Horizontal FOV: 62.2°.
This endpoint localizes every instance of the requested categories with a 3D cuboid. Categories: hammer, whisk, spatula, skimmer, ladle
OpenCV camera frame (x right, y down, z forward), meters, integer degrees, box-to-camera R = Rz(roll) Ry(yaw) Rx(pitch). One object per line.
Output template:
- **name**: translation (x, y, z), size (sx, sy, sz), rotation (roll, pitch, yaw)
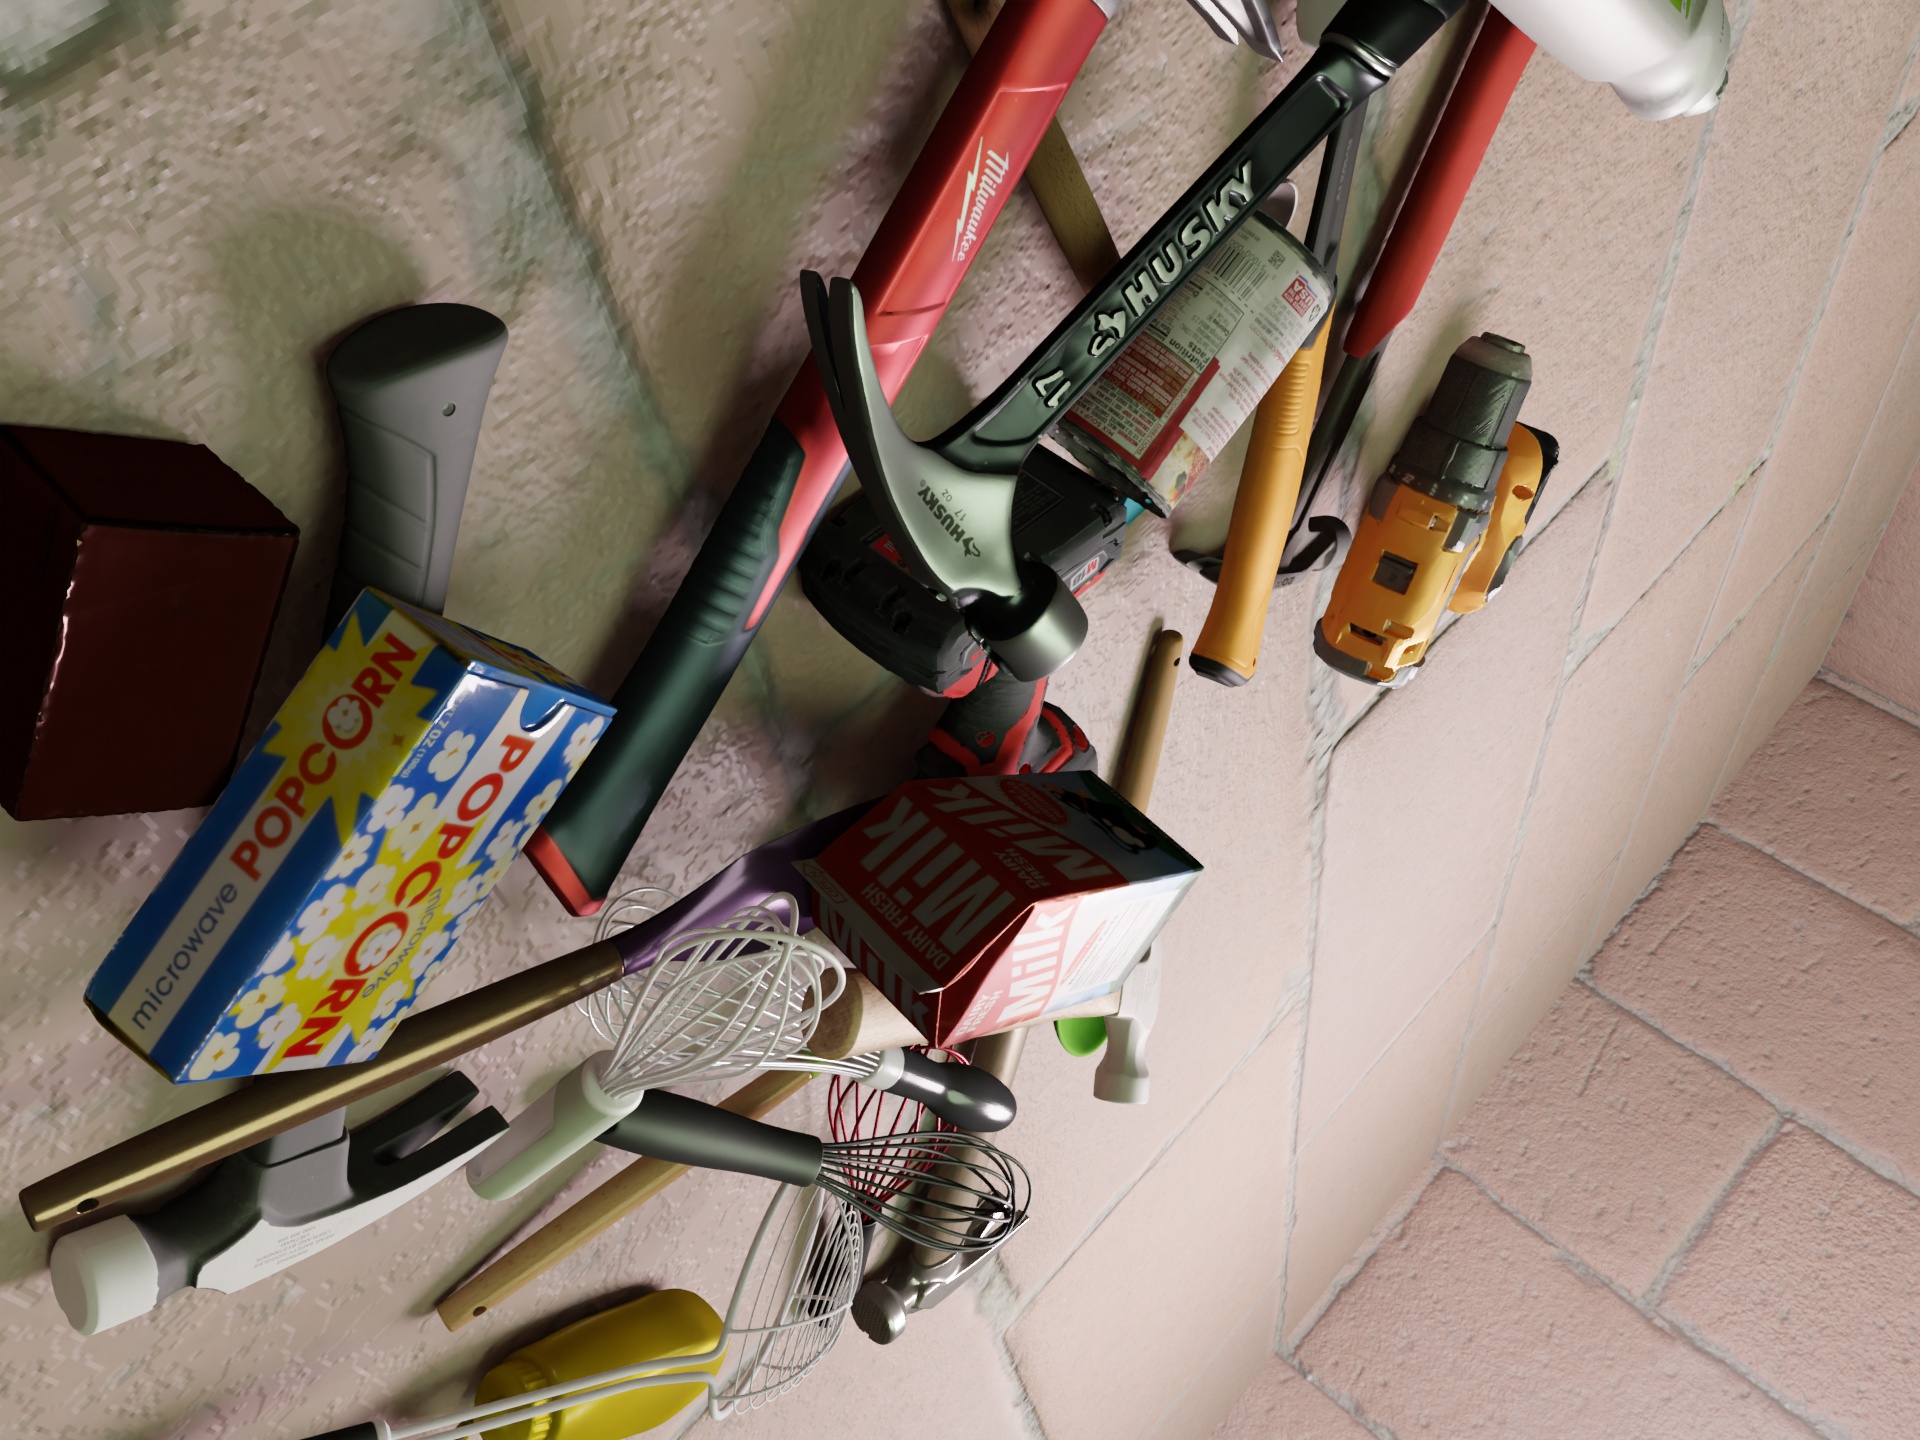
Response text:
- **hammer**: translation (0.153, -0.165, 0.717), size (0.127, 0.034, 0.336), rotation (-40, 146, -48)
- **whisk**: translation (-0.052, 0.261, 0.884), size (0.073, 0.073, 0.295), rotation (-28, 148, -39)
- **whisk**: translation (-0.067, 0.195, 0.710), size (0.238, 0.055, 0.055), rotation (22, 103, -29)
- **hammer**: translation (-0.033, -0.097, 0.533), size (0.143, 0.038, 0.386), rotation (16, 109, -51)
- **spatula**: translation (0.051, -0.169, 0.624), size (0.082, 0.044, 0.317), rotation (-43, 144, -2)
- **hammer**: translation (-0.182, 0.037, 0.484), size (0.146, 0.035, 0.334), rotation (-12, 130, -49)
- **hammer**: translation (0.218, -0.229, 0.794), size (0.149, 0.037, 0.359), rotation (-13, 131, -50)
- **spatula**: translation (-0.138, 0.091, 0.531), size (0.316, 0.018, 0.059), rotation (-21, 137, -38)
- **hammer**: translation (0.026, 0.127, 0.749), size (0.331, 0.031, 0.130), rotation (14, 81, -62)
- **whisk**: translation (-0.056, 0.140, 0.689), size (0.284, 0.070, 0.070), rotation (34, 91, -46)
- **skimmer**: translation (-0.193, 0.270, 0.674), size (0.363, 0.090, 0.127), rotation (-2, 115, -36)
- **hammer**: translation (0.113, -0.206, 0.514), size (0.409, 0.036, 0.149), rotation (-48, 128, -9)
- **whisk**: translation (-0.120, 0.125, 0.561), size (0.059, 0.058, 0.246), rotation (23, 137, -28)
- **ladle**: translation (-0.102, 0.169, 0.741), size (0.320, 0.062, 0.078), rotation (-32, 140, -23)
- **hammer**: translation (0.025, 0.206, 0.956), size (0.146, 0.038, 0.410), rotation (-25, 139, -44)

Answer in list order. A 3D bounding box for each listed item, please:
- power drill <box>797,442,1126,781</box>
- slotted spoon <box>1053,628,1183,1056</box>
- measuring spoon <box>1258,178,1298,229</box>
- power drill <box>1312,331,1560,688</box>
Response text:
- **power drill**: translation (-0.001, -0.002, 0.671), size (0.143, 0.079, 0.219), rotation (-38, 149, -27)
- **slotted spoon**: translation (0.095, 0.079, 0.939), size (0.070, 0.031, 0.313), rotation (-28, 139, -39)
- **measuring spoon**: translation (0.113, -0.186, 0.712), size (0.034, 0.018, 0.124), rotation (-15, 138, -47)
- **power drill**: translation (0.275, -0.128, 0.888), size (0.226, 0.084, 0.185), rotation (-30, 142, -60)
